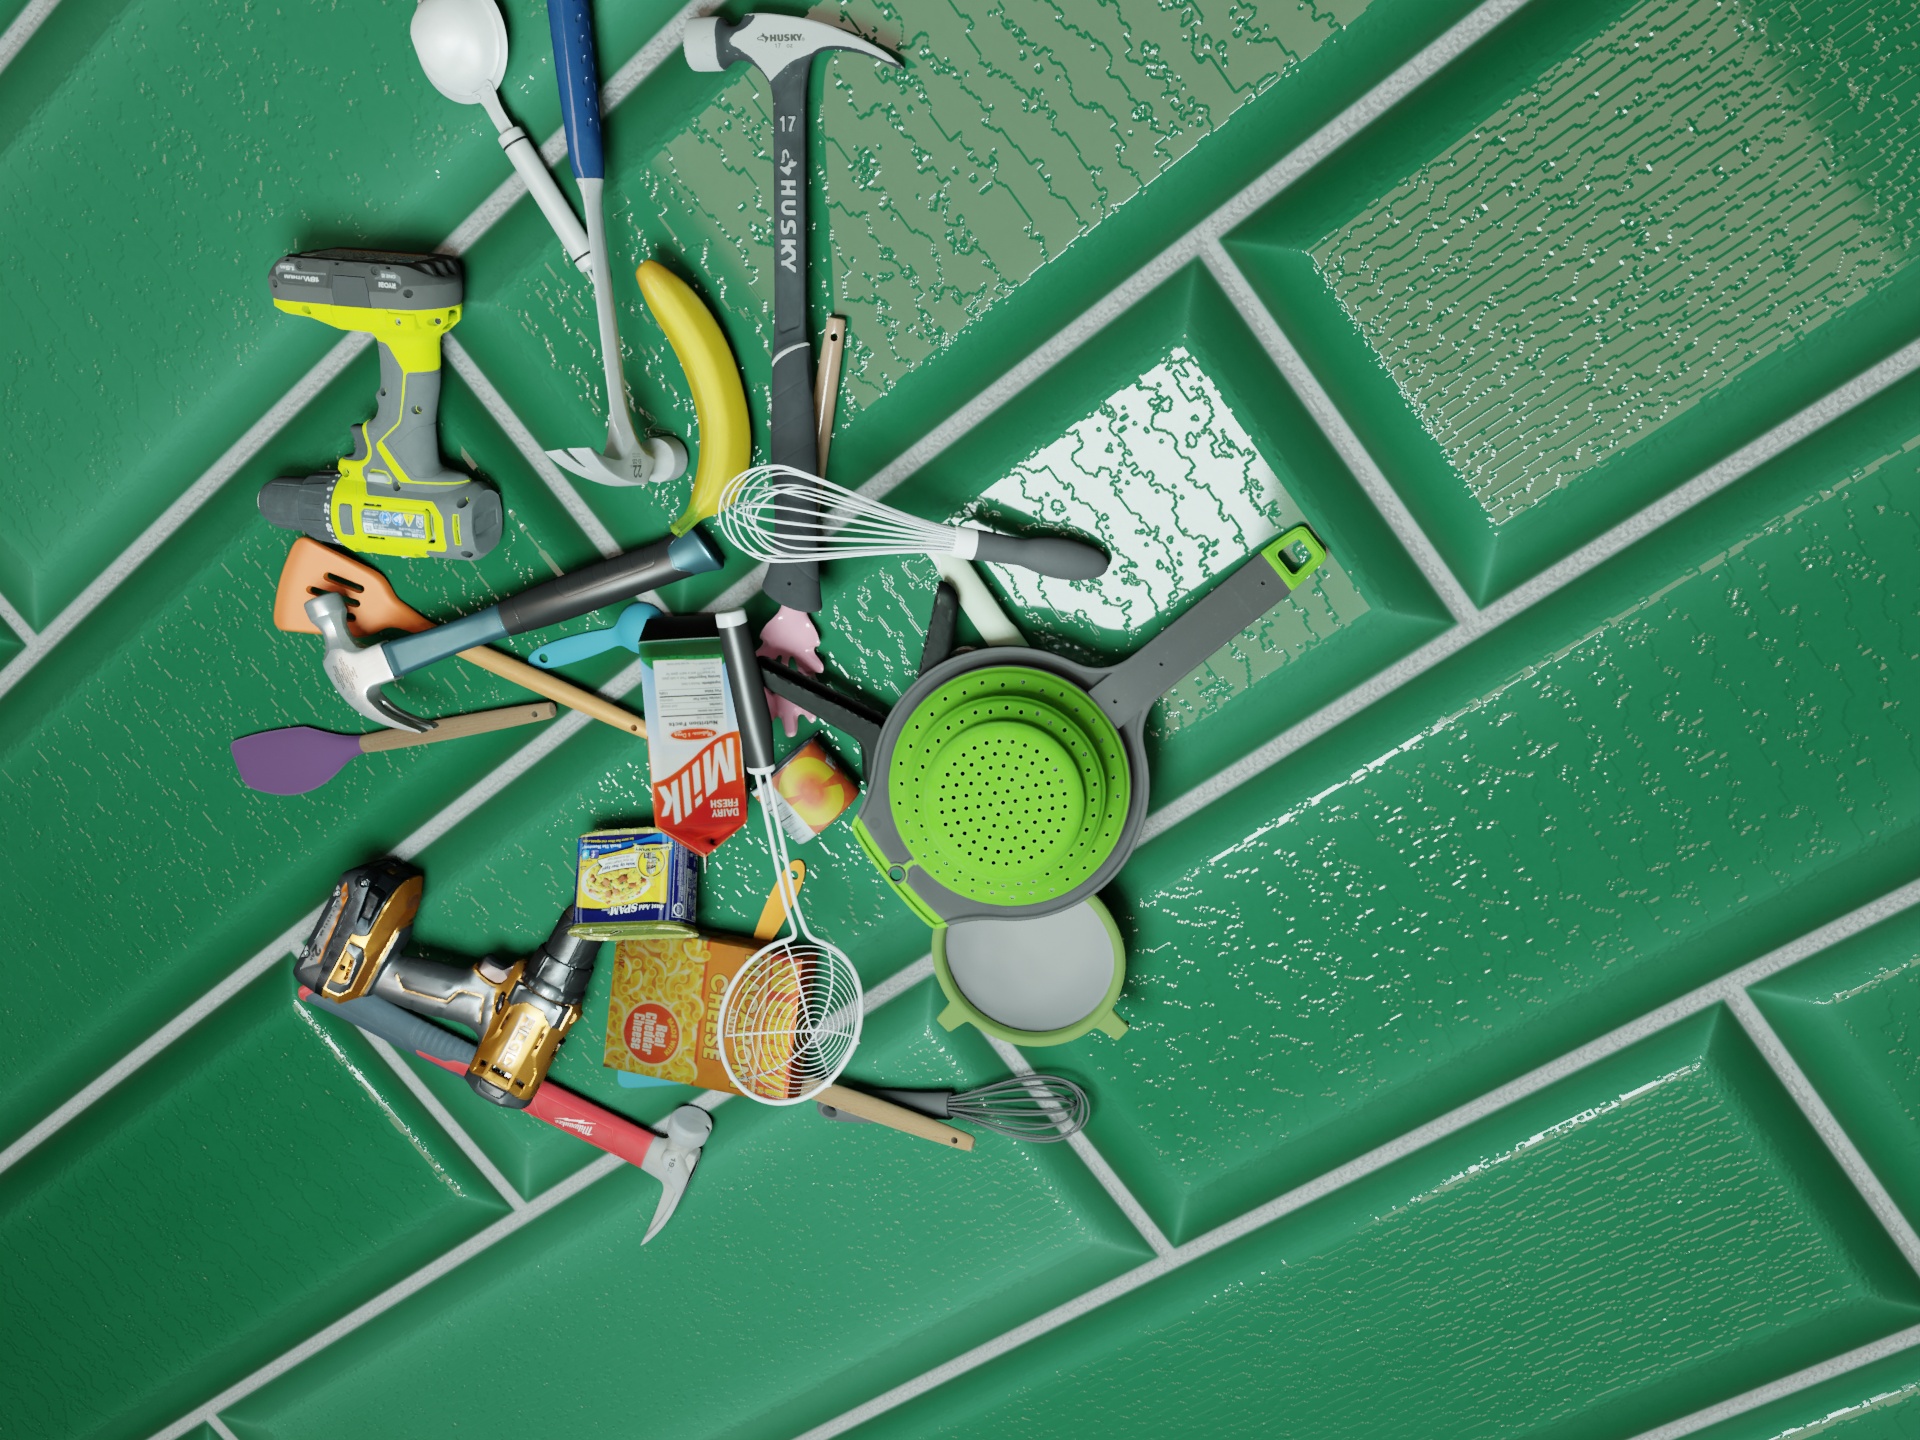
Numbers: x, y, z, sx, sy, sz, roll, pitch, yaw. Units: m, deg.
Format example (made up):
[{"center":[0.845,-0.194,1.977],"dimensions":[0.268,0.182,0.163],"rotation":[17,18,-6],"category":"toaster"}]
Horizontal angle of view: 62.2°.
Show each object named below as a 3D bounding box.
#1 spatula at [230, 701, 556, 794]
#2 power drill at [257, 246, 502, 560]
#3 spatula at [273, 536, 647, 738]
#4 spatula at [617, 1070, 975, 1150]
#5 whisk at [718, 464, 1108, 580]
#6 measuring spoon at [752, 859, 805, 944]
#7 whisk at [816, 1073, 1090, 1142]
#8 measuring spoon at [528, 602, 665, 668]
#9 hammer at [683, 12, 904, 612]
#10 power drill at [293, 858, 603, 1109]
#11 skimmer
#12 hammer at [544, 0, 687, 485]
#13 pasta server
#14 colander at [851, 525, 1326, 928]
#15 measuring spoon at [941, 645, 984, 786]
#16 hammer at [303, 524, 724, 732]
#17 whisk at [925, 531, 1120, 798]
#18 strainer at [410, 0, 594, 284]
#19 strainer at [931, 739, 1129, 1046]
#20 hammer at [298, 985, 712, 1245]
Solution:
[{"center":[-0.479,0.018,1.337],"dimensions":[0.316,0.018,0.059],"rotation":[-10,107,17],"category":"spatula"},{"center":[-0.454,-0.237,1.212],"dimensions":[0.190,0.080,0.228],"rotation":[7,113,10],"category":"power drill"},{"center":[-0.394,-0.052,1.278],"dimensions":[0.322,0.041,0.081],"rotation":[24,105,5],"category":"spatula"},{"center":[-0.138,0.308,1.330],"dimensions":[0.317,0.044,0.082],"rotation":[14,97,20],"category":"spatula"},{"center":[-0.029,-0.132,1.123],"dimensions":[0.284,0.070,0.070],"rotation":[7,112,-15],"category":"whisk"},{"center":[-0.154,0.163,1.320],"dimensions":[0.021,0.011,0.117],"rotation":[30,109,9],"category":"measuring spoon"},{"center":[-0.009,0.324,1.326],"dimensions":[0.239,0.055,0.055],"rotation":[-4,108,19],"category":"whisk"},{"center":[-0.293,-0.060,1.265],"dimensions":[0.128,0.021,0.042],"rotation":[-15,105,18],"category":"measuring spoon"},{"center":[-0.115,-0.279,1.123],"dimensions":[0.149,0.036,0.408],"rotation":[3,104,10],"category":"hammer"},{"center":[-0.422,0.199,1.348],"dimensions":[0.226,0.084,0.185],"rotation":[29,95,1],"category":"power drill"},{"center":[-0.150,0.102,1.177],"dimensions":[0.127,0.090,0.363],"rotation":[-2,106,26],"category":"skimmer"},{"center":[-0.259,-0.366,1.106],"dimensions":[0.035,0.144,0.405],"rotation":[-1,102,19],"category":"hammer"},{"center":[-0.116,-0.141,1.189],"dimensions":[0.060,0.040,0.316],"rotation":[7,110,-10],"category":"pasta server"},{"center":[0.095,0.000,1.115],"dimensions":[0.397,0.094,0.204],"rotation":[-39,92,7],"category":"colander"},{"center":[-0.002,-0.004,1.226],"dimensions":[0.034,0.018,0.124],"rotation":[15,118,5],"category":"measuring spoon"},{"center":[-0.342,-0.085,1.238],"dimensions":[0.331,0.033,0.128],"rotation":[-18,98,10],"category":"hammer"},{"center":[0.050,-0.038,1.187],"dimensions":[0.059,0.058,0.246],"rotation":[-36,96,-13],"category":"whisk"},{"center":[-0.326,-0.424,1.138],"dimensions":[0.087,0.050,0.258],"rotation":[-22,107,35],"category":"strainer"},{"center":[0.054,0.122,1.228],"dimensions":[0.151,0.069,0.256],"rotation":[0,104,14],"category":"strainer"},{"center":[-0.417,0.331,1.422],"dimensions":[0.386,0.038,0.143],"rotation":[25,114,3],"category":"hammer"}]
